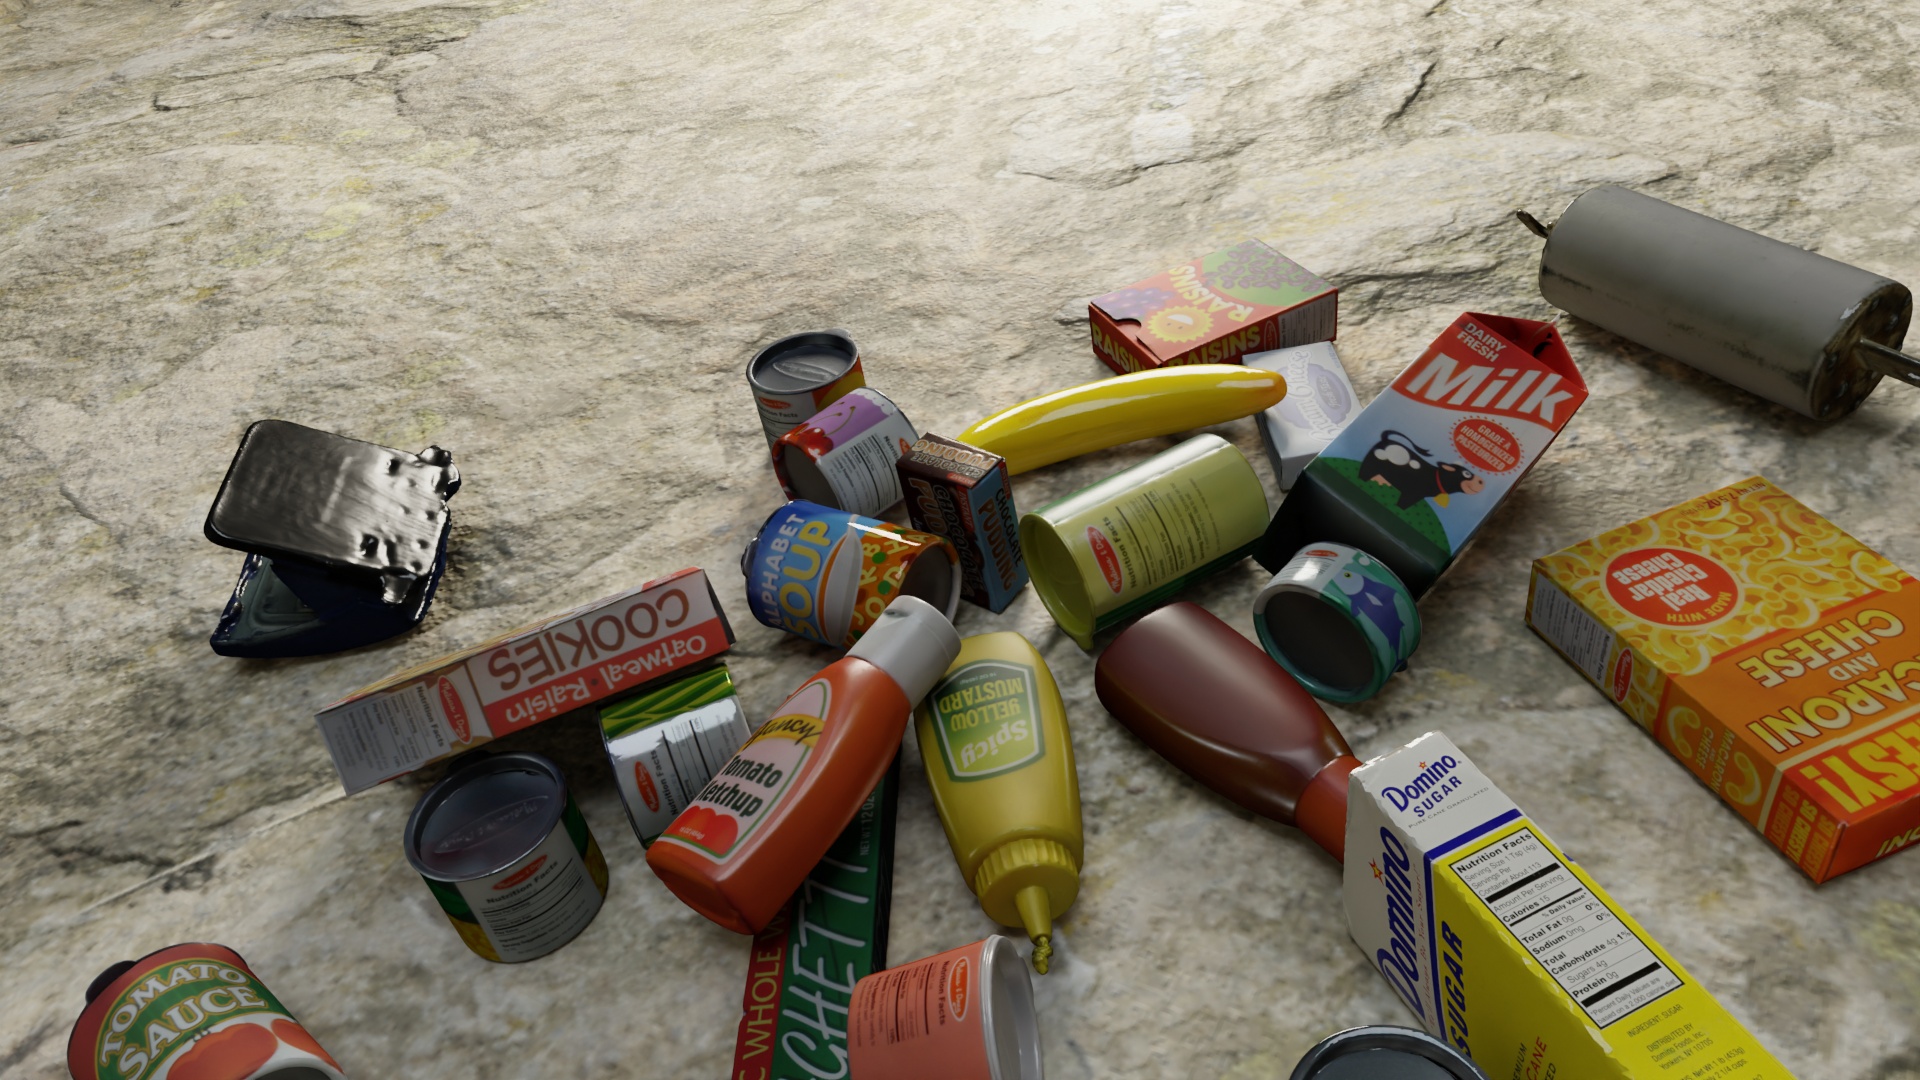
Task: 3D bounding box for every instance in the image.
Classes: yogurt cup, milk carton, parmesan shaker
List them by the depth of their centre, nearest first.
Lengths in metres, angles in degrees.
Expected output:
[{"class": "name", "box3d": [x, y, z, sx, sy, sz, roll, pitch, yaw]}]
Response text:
[{"class": "yogurt cup", "box3d": [-0.005, 0.175, 0.479, 0.054, 0.072, 0.073, -13, 38, 11]}, {"class": "milk carton", "box3d": [0.230, -0.042, 0.663, 0.073, 0.072, 0.191, 40, 57, 17]}, {"class": "parmesan shaker", "box3d": [0.090, 0.000, 0.671, 0.103, 0.071, 0.071, -25, 41, -18]}]

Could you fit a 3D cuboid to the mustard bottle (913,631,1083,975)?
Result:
[{"class": "mustard bottle", "box3d": [0.020, 0.105, 0.567, 0.065, 0.048, 0.161, -17, 39, 1]}]

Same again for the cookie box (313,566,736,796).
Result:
[{"class": "cookie box", "box3d": [-0.190, 0.058, 0.635, 0.168, 0.040, 0.123, -21, 4, -12]}]

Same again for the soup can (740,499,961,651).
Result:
[{"class": "soup can", "box3d": [-0.052, 0.021, 0.672, 0.084, 0.071, 0.072, 14, 45, 28]}]

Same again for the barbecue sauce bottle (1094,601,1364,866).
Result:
[{"class": "barbecue sauce bottle", "box3d": [0.124, 0.083, 0.575, 0.065, 0.043, 0.149, -30, 43, -21]}]

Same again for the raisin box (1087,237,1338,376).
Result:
[{"class": "raisin box", "box3d": [0.151, -0.132, 0.834, 0.124, 0.039, 0.086, -23, 41, -14]}]

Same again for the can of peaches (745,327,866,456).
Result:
[{"class": "can of peaches", "box3d": [-0.085, -0.083, 0.815, 0.071, 0.057, 0.071, -7, 38, 6]}]

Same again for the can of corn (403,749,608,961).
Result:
[{"class": "can of corn", "box3d": [-0.188, 0.130, 0.579, 0.071, 0.058, 0.071, -7, 39, 6]}]

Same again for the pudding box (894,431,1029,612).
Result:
[{"class": "pudding box", "box3d": [0.002, -0.009, 0.684, 0.050, 0.083, 0.030, 21, 52, 33]}]

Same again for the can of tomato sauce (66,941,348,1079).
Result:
[{"class": "can of tomato sauce", "box3d": [-0.276, 0.196, 0.510, 0.083, 0.070, 0.071, 23, 50, 34]}]

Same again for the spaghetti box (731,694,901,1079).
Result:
[{"class": "spaghetti box", "box3d": [-0.054, 0.155, 0.540, 0.050, 0.028, 0.251, -7, 39, 6]}]

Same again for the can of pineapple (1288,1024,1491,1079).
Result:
[{"class": "can of pineapple", "box3d": [0.132, 0.195, 0.425, 0.071, 0.057, 0.071, -7, 39, 6]}]

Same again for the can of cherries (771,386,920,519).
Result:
[{"class": "can of cherries", "box3d": [-0.061, -0.041, 0.754, 0.058, 0.071, 0.071, -36, 45, -26]}]

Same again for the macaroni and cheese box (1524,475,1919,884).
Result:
[{"class": "macaroni and cheese box", "box3d": [0.339, 0.049, 0.569, 0.124, 0.040, 0.167, -19, 39, -10]}]

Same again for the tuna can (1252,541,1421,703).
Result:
[{"class": "tuna can", "box3d": [0.164, 0.038, 0.605, 0.071, 0.070, 0.033, 26, 52, 37]}]

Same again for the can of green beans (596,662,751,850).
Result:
[{"class": "can of green beans", "box3d": [-0.119, 0.092, 0.602, 0.058, 0.071, 0.071, -19, 40, -11]}]

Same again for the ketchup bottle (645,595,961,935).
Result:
[{"class": "ketchup bottle", "box3d": [-0.056, 0.085, 0.557, 0.064, 0.043, 0.149, 2, 43, 49]}]

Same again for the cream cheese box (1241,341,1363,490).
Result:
[{"class": "cream cheese box", "box3d": [0.190, -0.069, 0.761, 0.053, 0.024, 0.104, -9, 39, 4]}]
